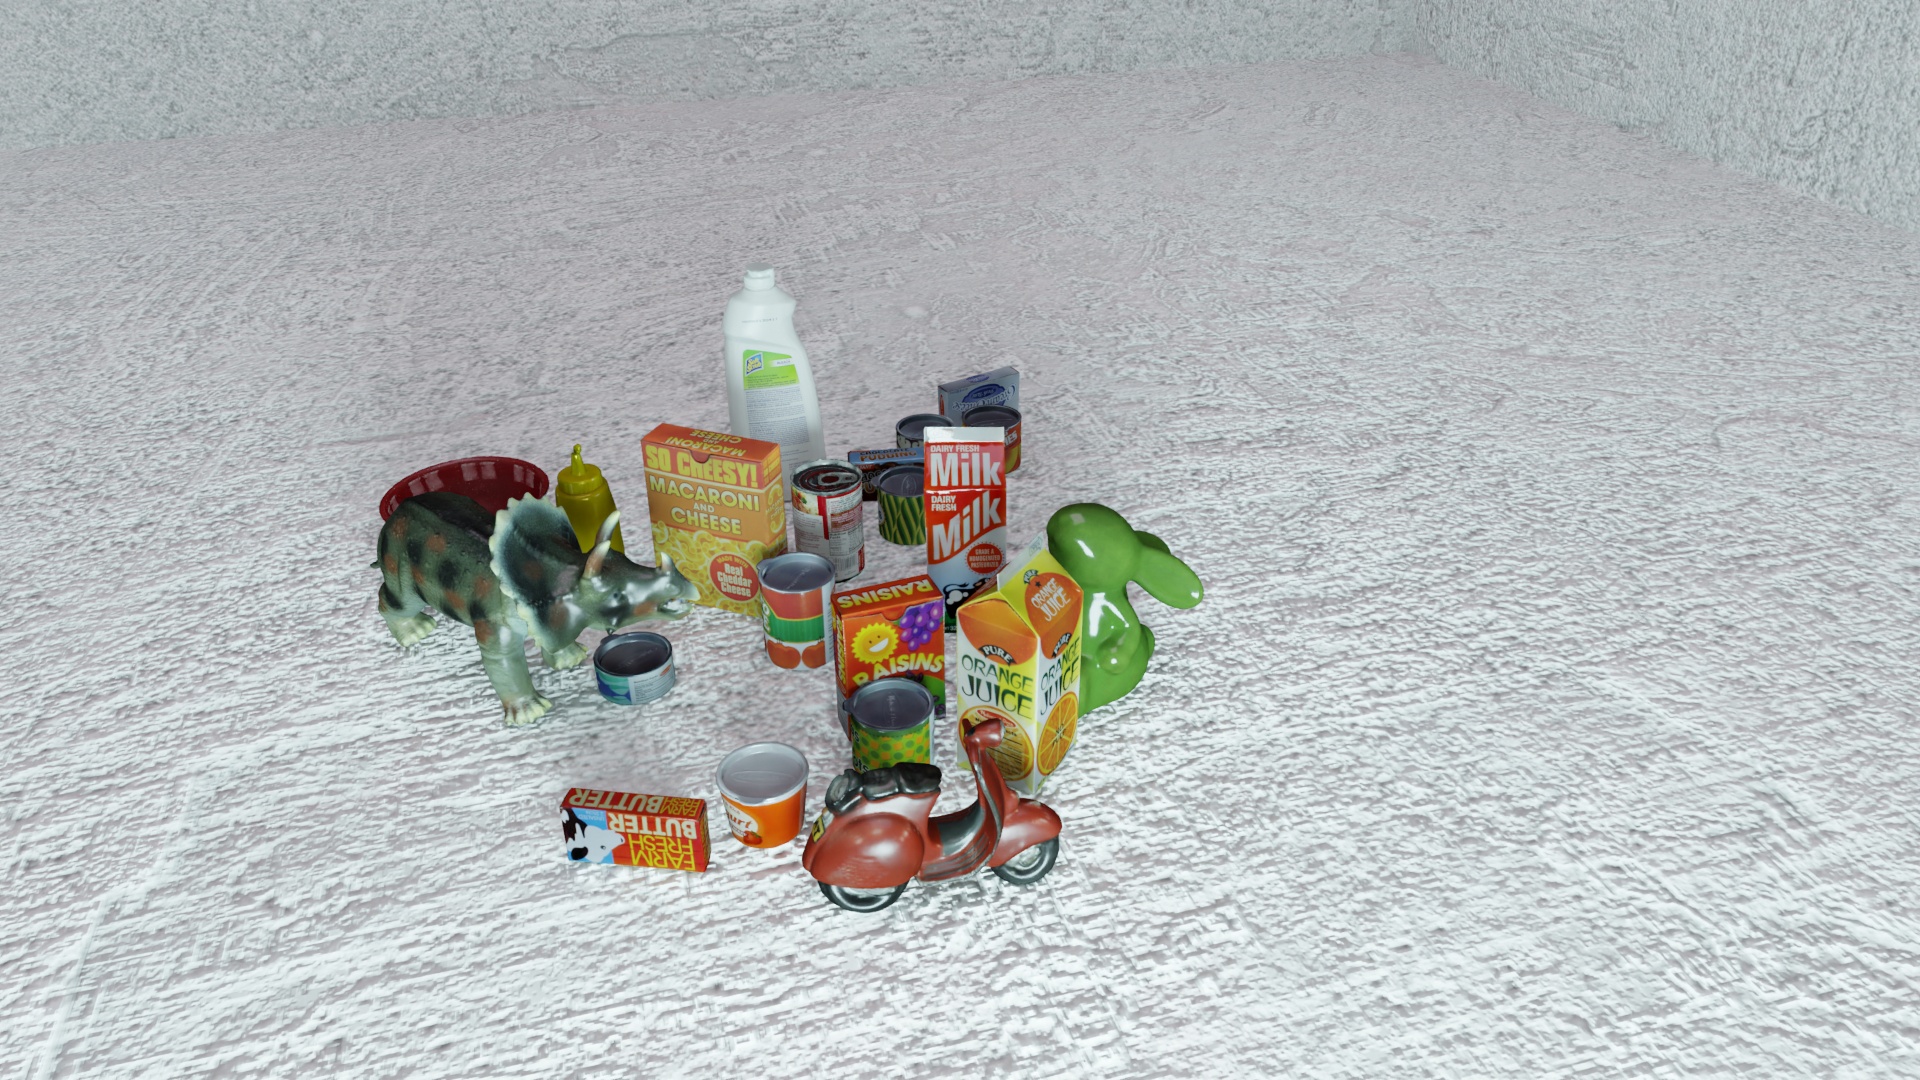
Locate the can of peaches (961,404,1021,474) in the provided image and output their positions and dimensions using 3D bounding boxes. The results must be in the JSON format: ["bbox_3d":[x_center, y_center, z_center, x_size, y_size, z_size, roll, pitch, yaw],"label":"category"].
[{"bbox_3d":[0.035,-0.109,1.524,0.071,0.057,0.071,0,31,0],"label":"can of peaches"}]

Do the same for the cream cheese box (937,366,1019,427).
[{"bbox_3d":[0.021,-0.165,1.624,0.104,0.053,0.024,-19,35,-29],"label":"cream cheese box"}]

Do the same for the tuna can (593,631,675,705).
[{"bbox_3d":[-0.279,0.108,1.184,0.071,0.032,0.071,0,31,0],"label":"tuna can"}]

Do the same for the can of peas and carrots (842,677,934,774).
[{"bbox_3d":[-0.056,0.150,1.086,0.071,0.058,0.071,0,31,0],"label":"can of peas and carrots"}]

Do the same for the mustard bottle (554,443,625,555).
[{"bbox_3d":[-0.343,-0.020,1.276,0.049,0.159,0.065,3,31,6],"label":"mustard bottle"}]

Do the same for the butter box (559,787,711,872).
[{"bbox_3d":[-0.231,0.208,0.996,0.103,0.052,0.024,3,31,6],"label":"butter box"}]

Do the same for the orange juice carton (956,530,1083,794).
[{"bbox_3d":[0.044,0.090,1.056,0.073,0.191,0.072,17,35,27],"label":"orange juice carton"}]

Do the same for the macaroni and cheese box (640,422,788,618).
[{"bbox_3d":[-0.220,-0.016,1.263,0.124,0.165,0.040,11,32,18],"label":"macaroni and cheese box"}]

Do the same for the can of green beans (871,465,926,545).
[{"bbox_3d":[-0.051,-0.036,1.401,0.071,0.057,0.071,0,31,0],"label":"can of green beans"}]

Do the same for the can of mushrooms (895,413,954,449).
[{"bbox_3d":[-0.038,-0.113,1.555,0.071,0.033,0.071,0,31,0],"label":"can of mushrooms"}]

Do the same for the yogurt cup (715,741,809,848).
[{"bbox_3d":[-0.144,0.189,1.026,0.072,0.053,0.073,0,31,0],"label":"yogurt cup"}]

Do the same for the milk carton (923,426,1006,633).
[{"bbox_3d":[0.004,-0.016,1.237,0.072,0.189,0.074,-1,30,-1],"label":"milk carton"}]

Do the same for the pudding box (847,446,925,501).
[{"bbox_3d":[-0.077,-0.070,1.468,0.084,0.049,0.030,-3,31,-5],"label":"pudding box"}]

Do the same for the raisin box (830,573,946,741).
[{"bbox_3d":[-0.058,0.095,1.118,0.086,0.122,0.040,-11,32,-17],"label":"raisin box"}]

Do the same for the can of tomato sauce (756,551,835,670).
[{"bbox_3d":[-0.143,0.062,1.213,0.071,0.082,0.071,0,30,0],"label":"can of tomato sauce"}]
